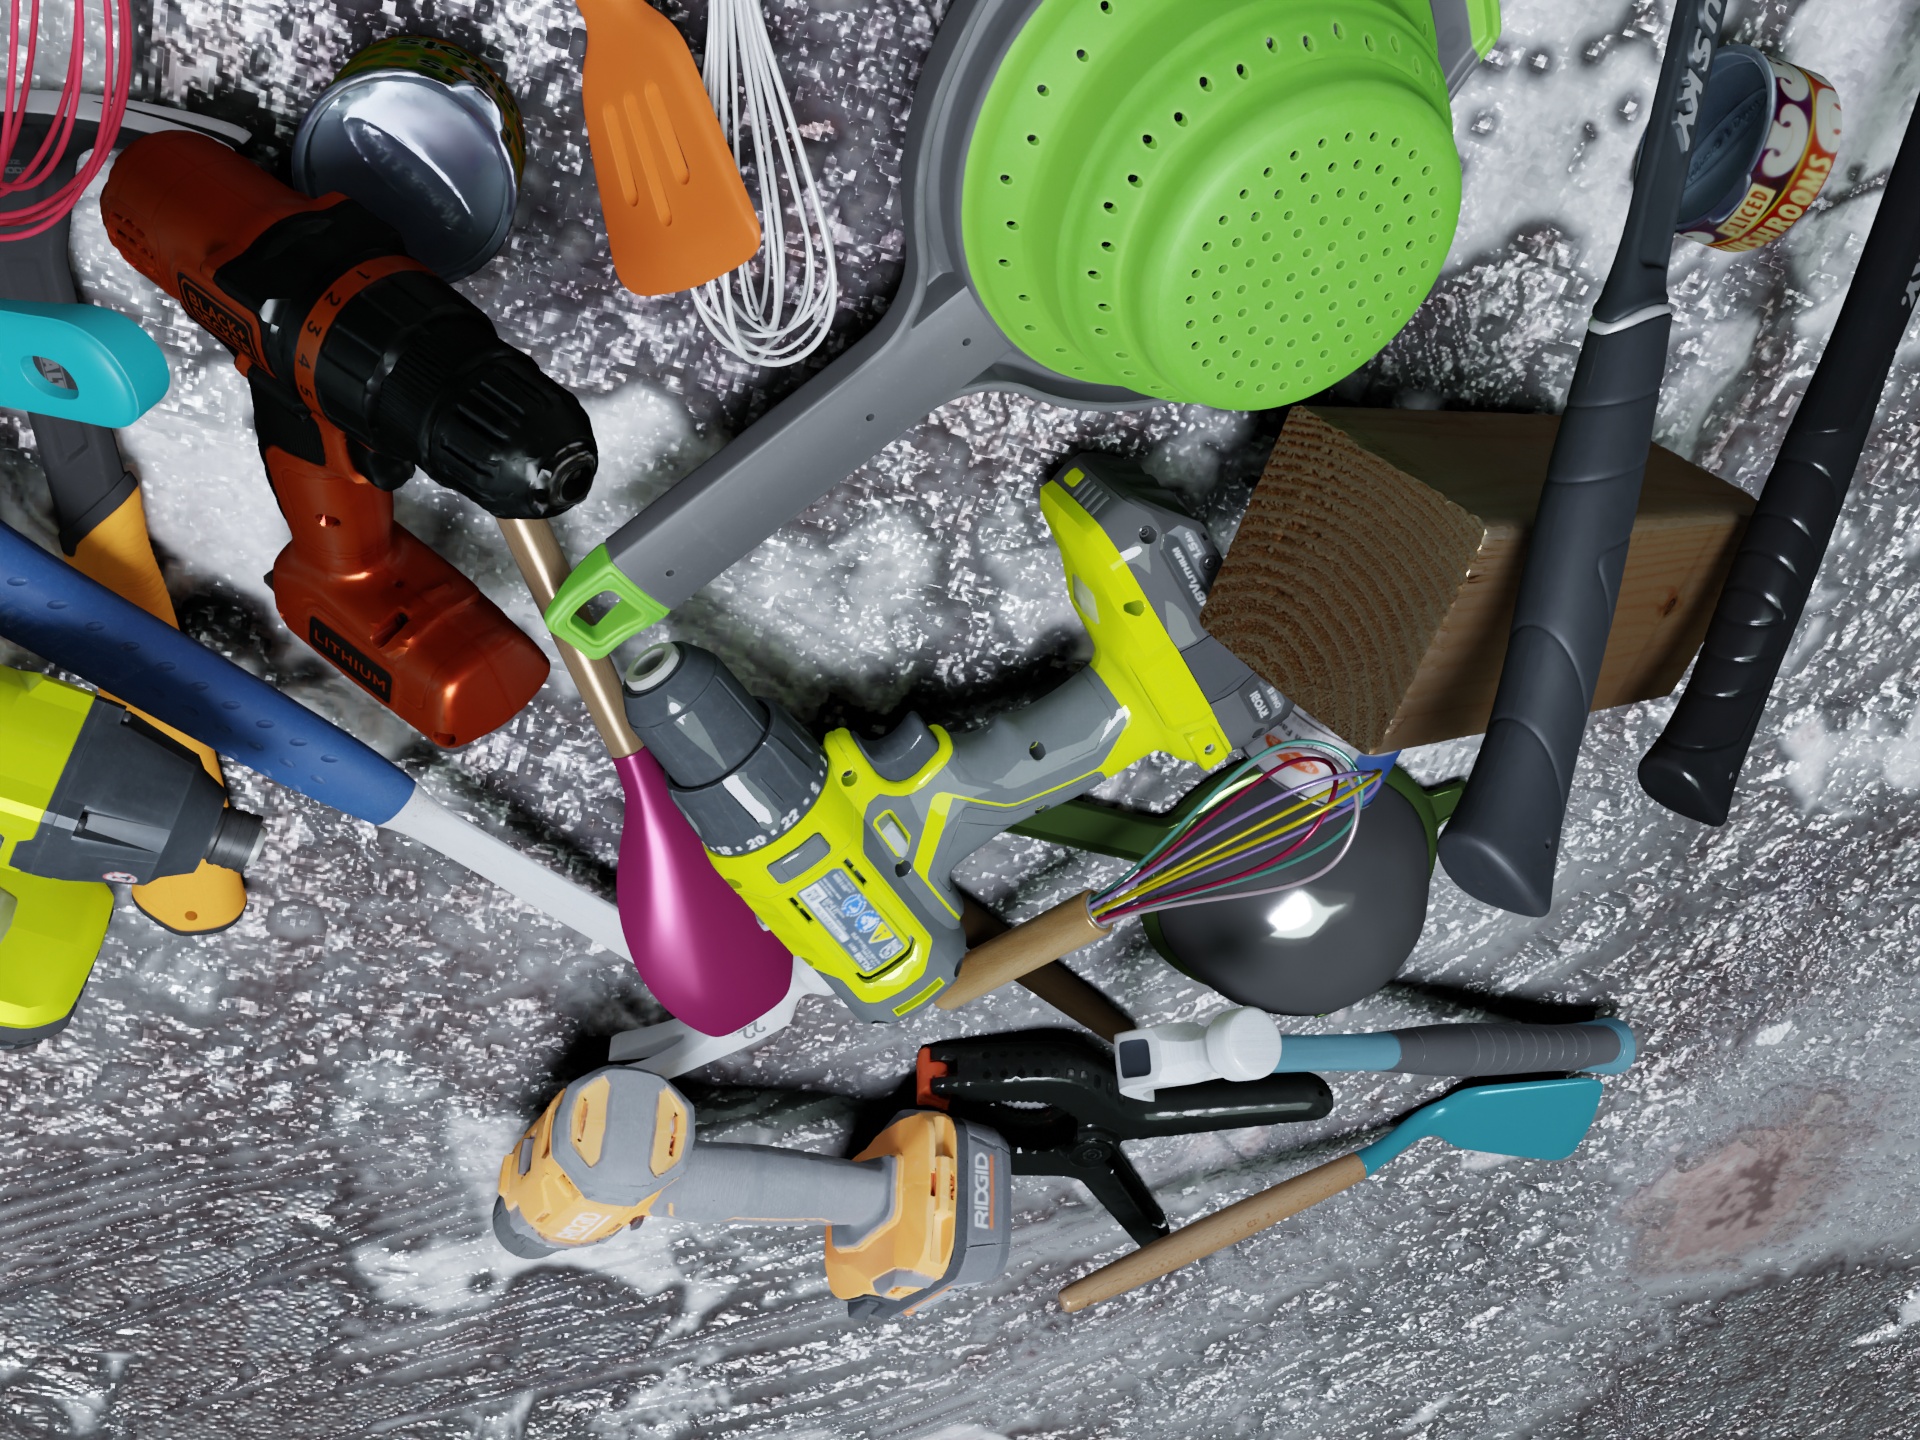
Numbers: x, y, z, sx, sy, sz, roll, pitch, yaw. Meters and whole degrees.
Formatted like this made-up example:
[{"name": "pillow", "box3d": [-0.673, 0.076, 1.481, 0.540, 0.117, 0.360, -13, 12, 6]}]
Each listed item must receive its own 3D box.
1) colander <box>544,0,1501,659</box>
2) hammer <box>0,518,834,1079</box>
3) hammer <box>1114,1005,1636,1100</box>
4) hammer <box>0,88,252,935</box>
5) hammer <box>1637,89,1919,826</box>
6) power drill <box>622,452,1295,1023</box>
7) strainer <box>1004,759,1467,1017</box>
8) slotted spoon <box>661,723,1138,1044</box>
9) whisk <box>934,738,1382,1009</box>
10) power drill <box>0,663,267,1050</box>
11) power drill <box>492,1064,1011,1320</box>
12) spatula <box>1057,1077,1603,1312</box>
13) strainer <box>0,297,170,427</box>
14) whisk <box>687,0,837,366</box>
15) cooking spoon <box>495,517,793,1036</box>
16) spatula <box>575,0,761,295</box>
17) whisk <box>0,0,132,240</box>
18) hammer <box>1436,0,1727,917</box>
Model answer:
[{"name": "colander", "box3d": [0.026, -0.122, 0.528, 0.397, 0.095, 0.204, -36, 140, 10]}, {"name": "hammer", "box3d": [-0.220, 0.042, 0.633, 0.144, 0.035, 0.405, -34, 129, 21]}, {"name": "hammer", "box3d": [0.216, 0.162, 0.780, 0.330, 0.033, 0.128, 6, 161, -31]}, {"name": "hammer", "box3d": [-0.304, -0.055, 0.588, 0.127, 0.034, 0.336, -1, 124, -8]}, {"name": "hammer", "box3d": [0.322, -0.121, 0.573, 0.146, 0.035, 0.334, 8, 103, -42]}, {"name": "power drill", "box3d": [-0.001, -0.002, 0.629, 0.228, 0.080, 0.190, -35, 123, 1]}, {"name": "strainer", "box3d": [0.117, 0.077, 0.733, 0.256, 0.069, 0.151, 15, 120, -21]}, {"name": "slotted spoon", "box3d": [-0.016, 0.083, 0.739, 0.070, 0.031, 0.313, -41, 123, 17]}, {"name": "whisk", "box3d": [0.074, 0.074, 0.683, 0.245, 0.047, 0.051, -32, 115, 32]}, {"name": "power drill", "box3d": [-0.354, 0.045, 0.560, 0.171, 0.080, 0.223, 24, 145, -26]}, {"name": "power drill", "box3d": [-0.111, 0.237, 0.777, 0.226, 0.084, 0.185, 16, 144, -22]}, {"name": "spatula", "box3d": [0.201, 0.259, 0.862, 0.317, 0.044, 0.082, -19, 137, -16]}, {"name": "strainer", "box3d": [-0.333, -0.136, 0.436, 0.340, 0.095, 0.210, 12, 136, 17]}, {"name": "whisk", "box3d": [-0.073, -0.233, 0.507, 0.059, 0.058, 0.246, 10, 122, 21]}, {"name": "cooking spoon", "box3d": [-0.139, -0.011, 0.616, 0.069, 0.017, 0.318, -30, 113, -22]}, {"name": "spatula", "box3d": [-0.160, -0.272, 0.462, 0.081, 0.041, 0.322, 1, 136, 46]}, {"name": "whisk", "box3d": [-0.248, -0.272, 0.415, 0.073, 0.073, 0.295, 12, 113, -18]}, {"name": "hammer", "box3d": [0.212, -0.141, 0.491, 0.149, 0.036, 0.409, 16, 87, -42]}]
